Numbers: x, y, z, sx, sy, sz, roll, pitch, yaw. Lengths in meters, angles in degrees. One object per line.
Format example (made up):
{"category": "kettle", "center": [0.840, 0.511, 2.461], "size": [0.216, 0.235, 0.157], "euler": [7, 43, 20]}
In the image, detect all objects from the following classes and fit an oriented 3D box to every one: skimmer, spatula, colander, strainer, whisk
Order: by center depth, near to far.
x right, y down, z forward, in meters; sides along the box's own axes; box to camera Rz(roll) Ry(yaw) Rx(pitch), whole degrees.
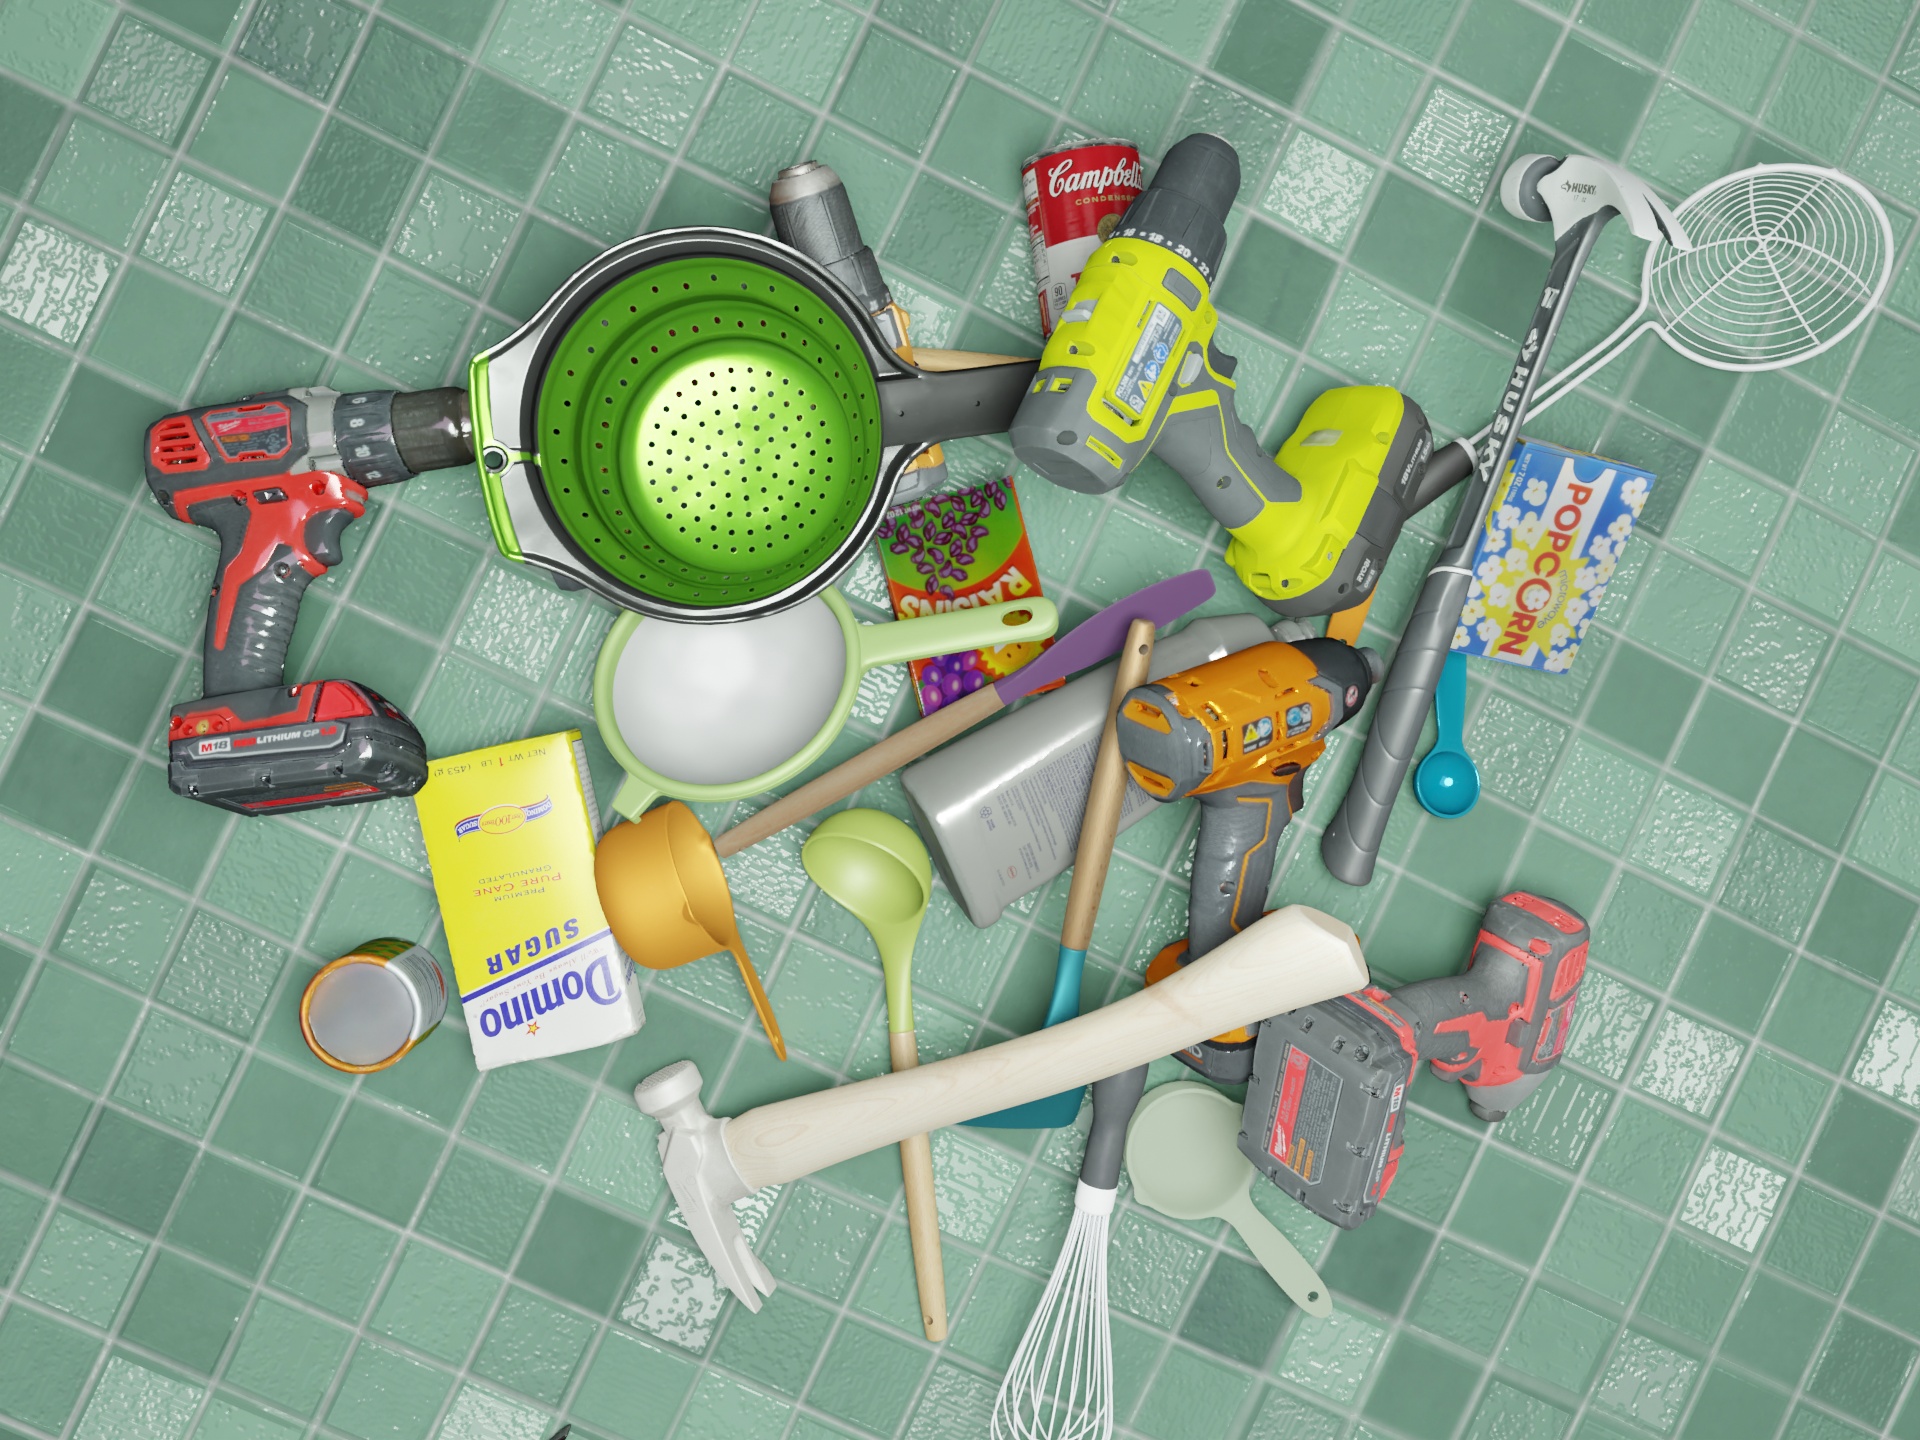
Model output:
{"category": "colander", "center": [-0.039, -0.149, 0.804], "size": [0.397, 0.095, 0.204], "euler": [-10, 111, -16]}
{"category": "spatula", "center": [0.062, 0.096, 0.877], "size": [0.082, 0.044, 0.317], "euler": [7, 105, -18]}
{"category": "spatula", "center": [-0.001, -0.003, 0.881], "size": [0.316, 0.059, 0.018], "euler": [-29, 67, 9]}
{"category": "strainer", "center": [-0.071, -0.024, 0.881], "size": [0.256, 0.069, 0.152], "euler": [-10, 63, 4]}
{"category": "whisk", "center": [0.070, 0.299, 0.902], "size": [0.070, 0.070, 0.284], "euler": [10, 96, -5]}
{"category": "skimmer", "center": [0.355, -0.183, 0.912], "size": [0.363, 0.090, 0.127], "euler": [-36, 117, -1]}

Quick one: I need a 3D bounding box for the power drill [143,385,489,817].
{"category": "power drill", "center": [-0.334, -0.073, 0.851], "size": [0.188, 0.080, 0.227], "euler": [-8, 78, 1]}

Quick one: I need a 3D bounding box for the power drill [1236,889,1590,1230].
{"category": "power drill", "center": [0.259, 0.187, 0.880], "size": [0.219, 0.079, 0.143], "euler": [-14, 120, -36]}

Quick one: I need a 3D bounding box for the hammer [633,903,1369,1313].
{"category": "hammer", "center": [0.021, 0.199, 0.848], "size": [0.410, 0.038, 0.146], "euler": [-23, 94, 20]}

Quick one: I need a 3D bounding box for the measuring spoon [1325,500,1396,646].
{"category": "measuring spoon", "center": [0.236, -0.082, 0.923], "size": [0.021, 0.011, 0.116], "euler": [9, 115, -13]}

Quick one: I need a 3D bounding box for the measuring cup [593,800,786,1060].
{"category": "measuring cup", "center": [-0.152, 0.130, 0.896], "size": [0.052, 0.095, 0.173], "euler": [-19, 112, 5]}

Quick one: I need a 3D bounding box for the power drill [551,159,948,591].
{"category": "power drill", "center": [-0.135, -0.182, 0.858], "size": [0.226, 0.084, 0.185], "euler": [-19, 114, -4]}

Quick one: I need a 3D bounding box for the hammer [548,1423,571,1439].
{"category": "hammer", "center": [-0.130, 0.546, 0.922], "size": [0.337, 0.034, 0.127], "euler": [32, 90, -5]}

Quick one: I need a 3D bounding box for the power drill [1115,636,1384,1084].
{"category": "power drill", "center": [0.170, 0.066, 0.868], "size": [0.164, 0.084, 0.226], "euler": [-19, 115, -28]}

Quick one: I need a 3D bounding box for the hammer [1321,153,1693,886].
{"category": "hammer", "center": [0.276, -0.095, 0.864], "size": [0.036, 0.149, 0.408], "euler": [10, 110, -13]}

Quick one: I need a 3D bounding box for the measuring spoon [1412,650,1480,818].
{"category": "measuring spoon", "center": [0.288, -0.005, 0.952], "size": [0.042, 0.021, 0.129], "euler": [5, 82, -14]}

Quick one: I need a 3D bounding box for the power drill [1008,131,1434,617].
{"category": "power drill", "center": [0.148, -0.175, 0.844], "size": [0.228, 0.080, 0.190], "euler": [31, 81, -33]}

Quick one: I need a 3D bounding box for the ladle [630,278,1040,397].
{"category": "ladle", "center": [-0.037, -0.208, 0.914], "size": [0.315, 0.031, 0.069], "euler": [4, 104, -6]}

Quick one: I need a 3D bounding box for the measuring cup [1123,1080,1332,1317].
{"category": "measuring cup", "center": [0.160, 0.283, 0.937], "size": [0.083, 0.038, 0.167], "euler": [-40, 96, -2]}

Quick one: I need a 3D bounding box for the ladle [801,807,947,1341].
{"category": "ladle", "center": [-0.038, 0.207, 0.911], "size": [0.078, 0.062, 0.320], "euler": [-3, 97, 33]}
